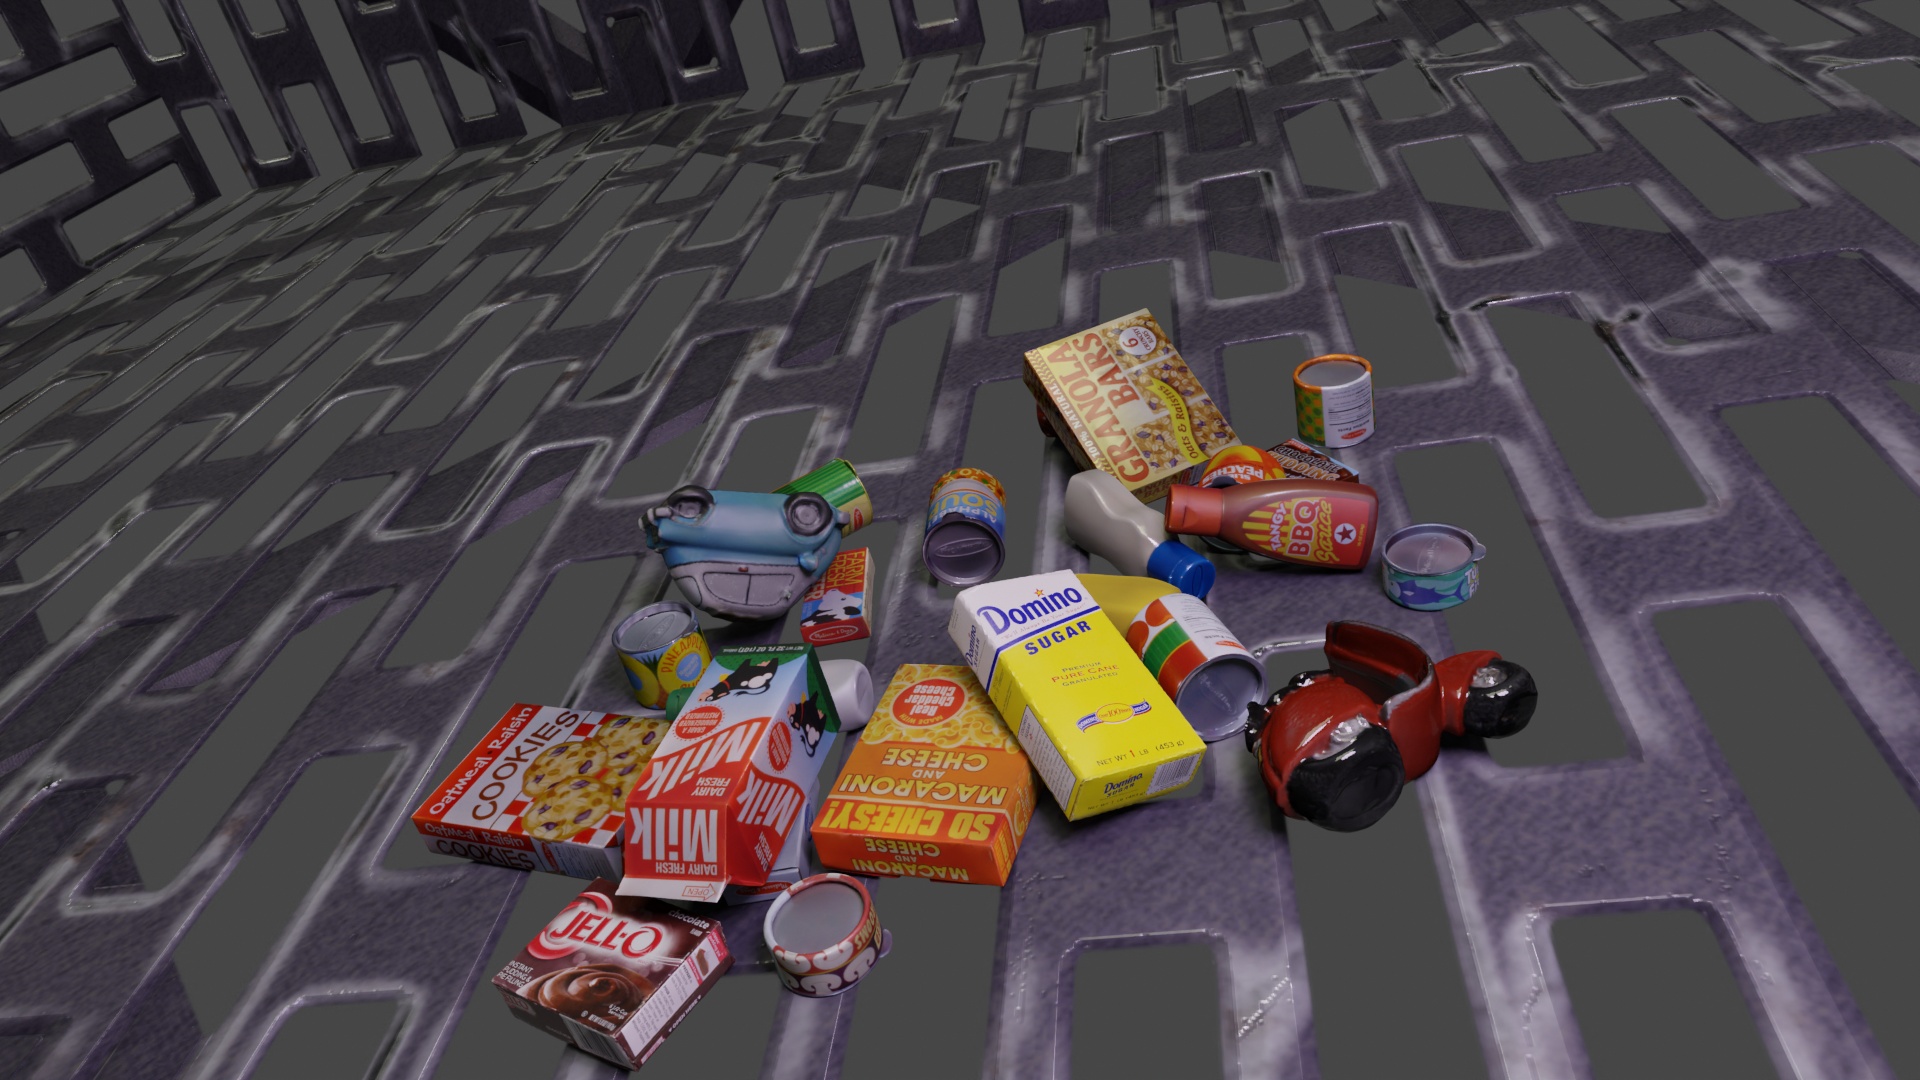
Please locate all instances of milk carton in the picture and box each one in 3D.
[{"bbox_3d":[-0.146,0.152,0.876,0.072,0.073,0.191,-3,34,21],"label":"milk carton"}]

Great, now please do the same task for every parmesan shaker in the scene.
[{"bbox_3d":[-0.137,-0.022,1.204,0.103,0.071,0.071,-29,34,-23],"label":"parmesan shaker"}]

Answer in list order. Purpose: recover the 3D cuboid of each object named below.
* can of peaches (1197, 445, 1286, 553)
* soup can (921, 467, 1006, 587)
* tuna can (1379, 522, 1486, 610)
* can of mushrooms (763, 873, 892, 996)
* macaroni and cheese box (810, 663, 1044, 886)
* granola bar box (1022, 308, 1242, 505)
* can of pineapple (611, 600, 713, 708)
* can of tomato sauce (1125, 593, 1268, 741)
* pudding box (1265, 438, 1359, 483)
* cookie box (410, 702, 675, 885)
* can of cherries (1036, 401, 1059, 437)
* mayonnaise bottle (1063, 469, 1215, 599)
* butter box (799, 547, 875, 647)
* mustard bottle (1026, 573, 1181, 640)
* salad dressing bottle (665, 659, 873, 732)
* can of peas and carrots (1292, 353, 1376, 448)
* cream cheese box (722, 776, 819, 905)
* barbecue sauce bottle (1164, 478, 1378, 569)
[{"bbox_3d":[0.216,-0.035,1.080,0.071,0.071,0.058,2,33,25],"label":"can of peaches"},{"bbox_3d":[0.004,-0.014,1.134,0.071,0.071,0.084,-9,31,9],"label":"soup can"},{"bbox_3d":[0.335,0.018,0.982,0.071,0.032,0.071,-11,31,7],"label":"tuna can"},{"bbox_3d":[-0.078,0.229,0.812,0.071,0.033,0.071,-11,30,7],"label":"can of mushrooms"},{"bbox_3d":[-0.008,0.148,0.906,0.123,0.040,0.167,0,33,22],"label":"macaroni and cheese box"},{"bbox_3d":[0.145,-0.111,1.194,0.124,0.039,0.166,-22,61,-13],"label":"granola bar box"},{"bbox_3d":[-0.228,0.089,1.075,0.071,0.057,0.071,-11,31,7],"label":"can of pineapple"},{"bbox_3d":[0.154,0.084,0.921,0.071,0.071,0.083,-20,31,-8],"label":"can of tomato sauce"},{"bbox_3d":[0.276,-0.048,1.117,0.050,0.030,0.084,-24,32,-17],"label":"pudding box"},{"bbox_3d":[-0.279,0.175,0.976,0.167,0.040,0.123,2,35,24],"label":"cookie box"},{"bbox_3d":[0.108,-0.124,1.275,0.058,0.071,0.072,5,36,29],"label":"can of cherries"},{"bbox_3d":[0.136,0.000,1.070,0.041,0.064,0.148,-16,33,-27],"label":"mayonnaise bottle"},{"bbox_3d":[-0.099,0.045,1.125,0.053,0.024,0.104,-11,31,5],"label":"butter box"},{"bbox_3d":[0.081,0.052,1.016,0.160,0.048,0.065,4,22,30],"label":"mustard bottle"},{"bbox_3d":[-0.139,0.118,1.007,0.147,0.043,0.064,-7,27,14],"label":"salad dressing bottle"},{"bbox_3d":[0.319,-0.121,1.189,0.071,0.058,0.071,-10,31,6],"label":"can of peas and carrots"},{"bbox_3d":[-0.123,0.188,0.905,0.053,0.024,0.104,-10,31,6],"label":"cream cheese box"},{"bbox_3d":[0.226,-0.016,1.019,0.149,0.064,0.044,6,19,1],"label":"barbecue sauce bottle"}]
